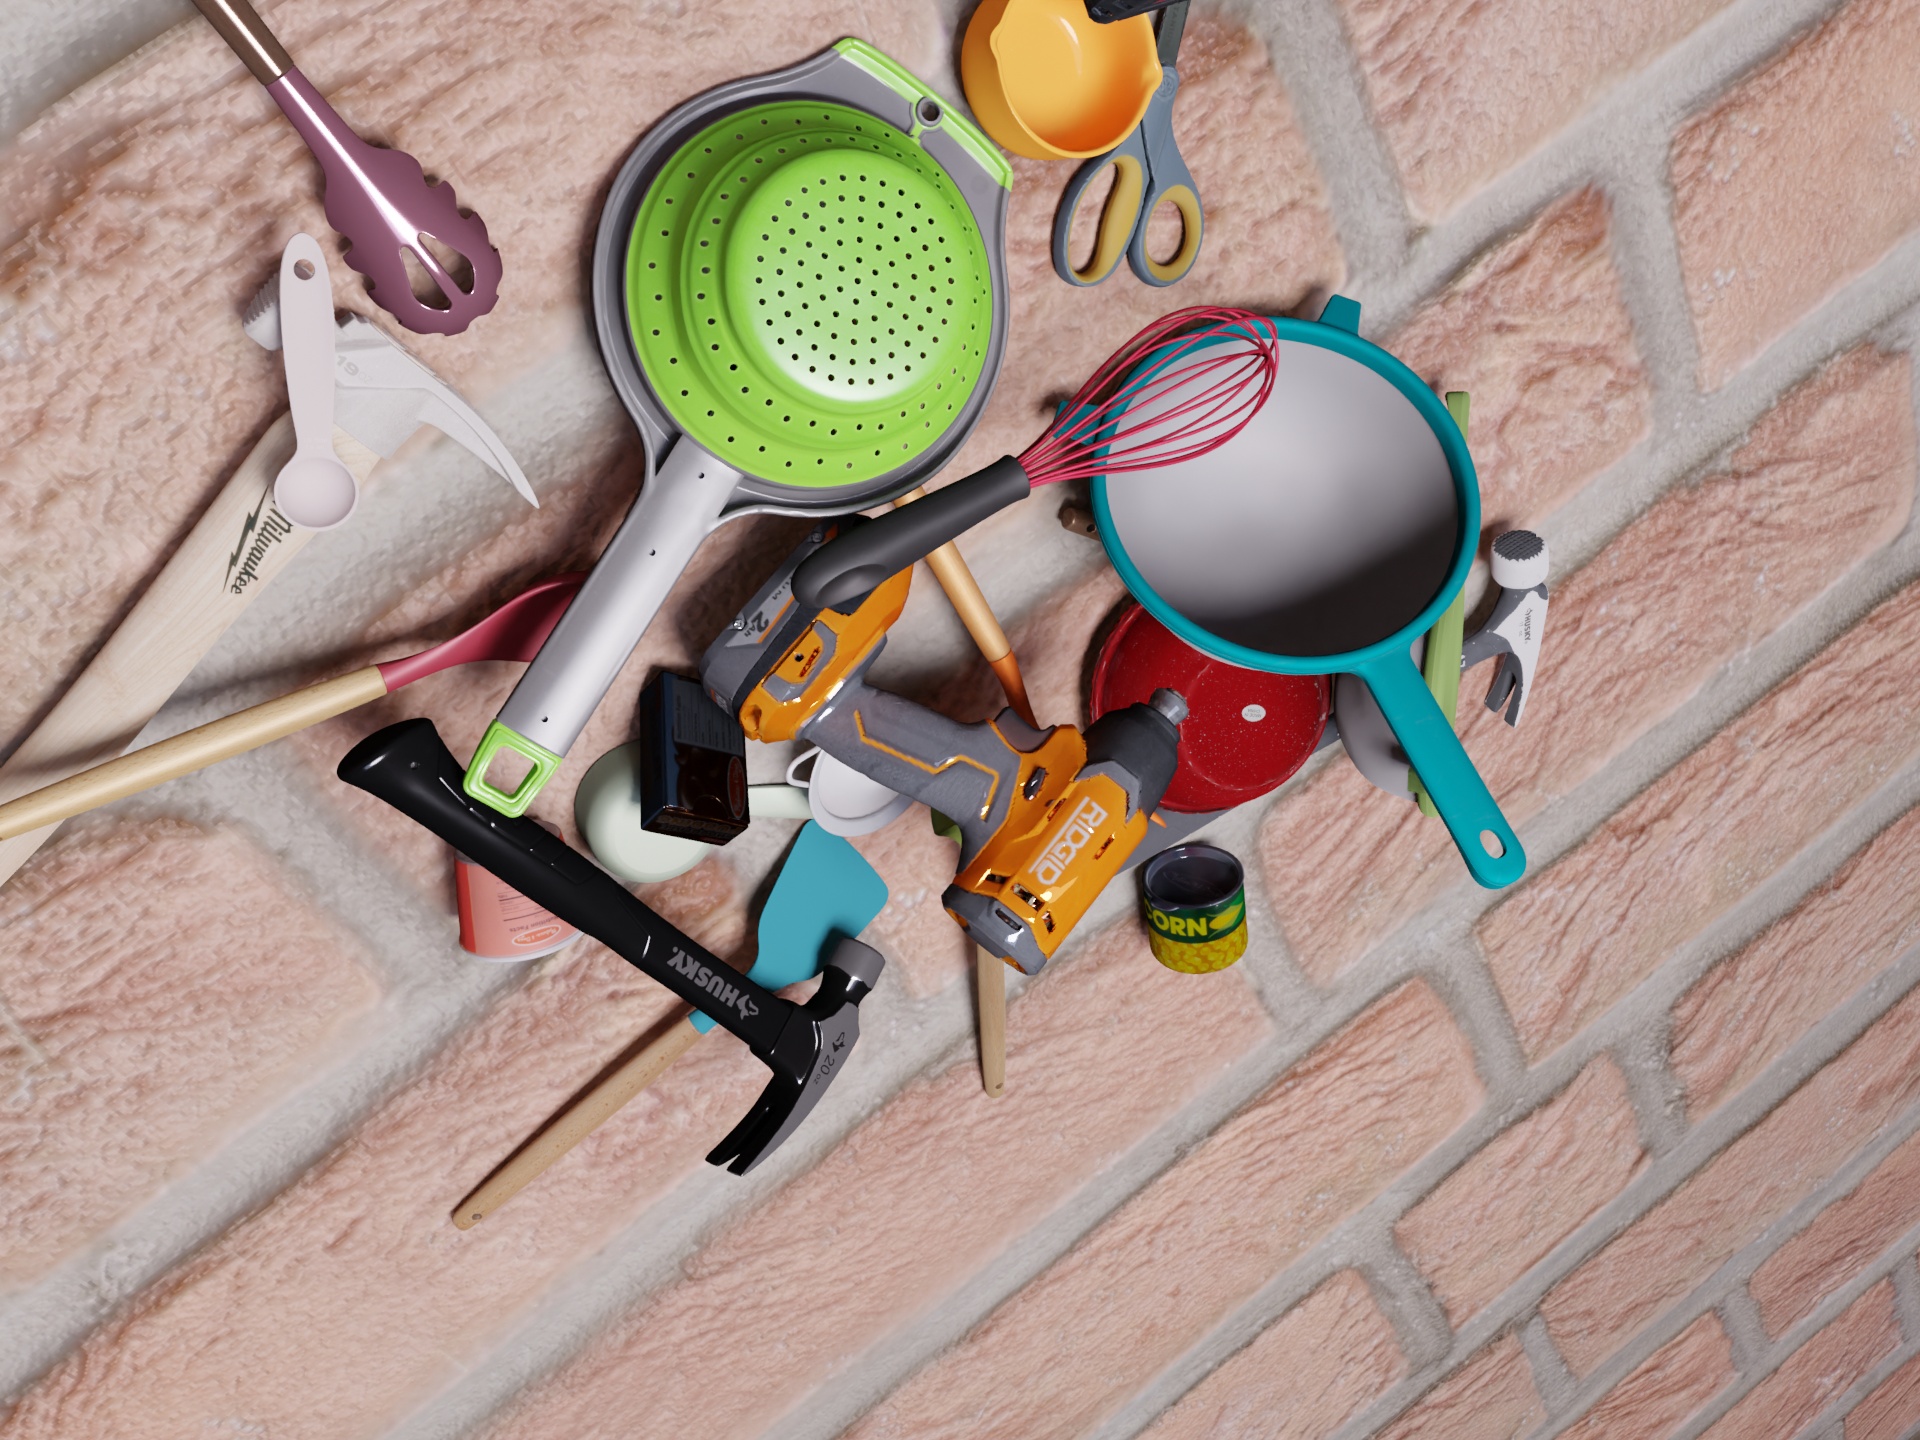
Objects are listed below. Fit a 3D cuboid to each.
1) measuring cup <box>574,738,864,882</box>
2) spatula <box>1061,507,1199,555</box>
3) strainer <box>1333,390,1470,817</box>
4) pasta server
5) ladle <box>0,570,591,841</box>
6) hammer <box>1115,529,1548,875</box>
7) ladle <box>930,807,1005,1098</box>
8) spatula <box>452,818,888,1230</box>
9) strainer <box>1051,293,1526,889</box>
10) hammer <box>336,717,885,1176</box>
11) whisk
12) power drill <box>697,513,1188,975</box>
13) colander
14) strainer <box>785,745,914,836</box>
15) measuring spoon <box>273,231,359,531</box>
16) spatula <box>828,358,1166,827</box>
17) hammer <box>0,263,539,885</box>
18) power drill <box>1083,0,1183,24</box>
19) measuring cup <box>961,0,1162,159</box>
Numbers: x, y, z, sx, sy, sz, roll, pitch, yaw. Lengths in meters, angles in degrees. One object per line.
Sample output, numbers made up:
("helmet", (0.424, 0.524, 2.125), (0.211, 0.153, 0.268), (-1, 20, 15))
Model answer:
("measuring cup", (-0.126, 0.052, 0.877), (0.167, 0.038, 0.083), (2, 114, -26))
("spatula", (0.191, -0.091, 0.982), (0.315, 0.018, 0.059), (10, 113, -33))
("strainer", (0.264, -0.072, 0.951), (0.151, 0.069, 0.256), (21, 74, -69))
("pasta server", (-0.284, -0.275, 0.614), (0.060, 0.040, 0.315), (-39, 129, -5))
("ladle", (-0.291, -0.008, 0.730), (0.315, 0.031, 0.069), (-25, 158, -27))
("hammer", (0.214, 0.024, 1.039), (0.409, 0.036, 0.149), (-28, 133, -10))
("ladle", (0.023, 0.136, 0.962), (0.078, 0.062, 0.319), (-20, 134, -20))
("spatula", (-0.176, 0.189, 0.934), (0.317, 0.044, 0.082), (-40, 126, 2))
("strainer", (0.198, -0.055, 0.868), (0.211, 0.340, 0.095), (-23, 165, -12))
("hammer", (-0.175, 0.108, 0.812), (0.334, 0.035, 0.146), (44, 64, -36))
("whisk", (0.043, -0.130, 0.786), (0.296, 0.073, 0.073), (-30, 125, -19))
("power drill", (-0.001, -0.003, 0.811), (0.226, 0.084, 0.164), (40, 78, 3))
("colander", (-0.102, -0.124, 0.713), (0.204, 0.094, 0.397), (33, 87, -21))
("strainer", (0.000, 0.028, 0.932), (0.258, 0.050, 0.087), (6, 112, -36))
("measuring spoon", (-0.274, -0.142, 0.669), (0.034, 0.018, 0.124), (-6, 113, -29))
("spatula", (0.017, -0.061, 0.874), (0.041, 0.081, 0.322), (-35, 115, -8))
("hammer", (-0.374, -0.005, 0.720), (0.410, 0.038, 0.146), (-48, 128, 2))
("power drill", (0.102, -0.446, 0.696), (0.188, 0.080, 0.226), (-26, 108, -23))
("measuring cup", (0.047, -0.355, 0.755), (0.095, 0.052, 0.173), (-1, 101, -28))
